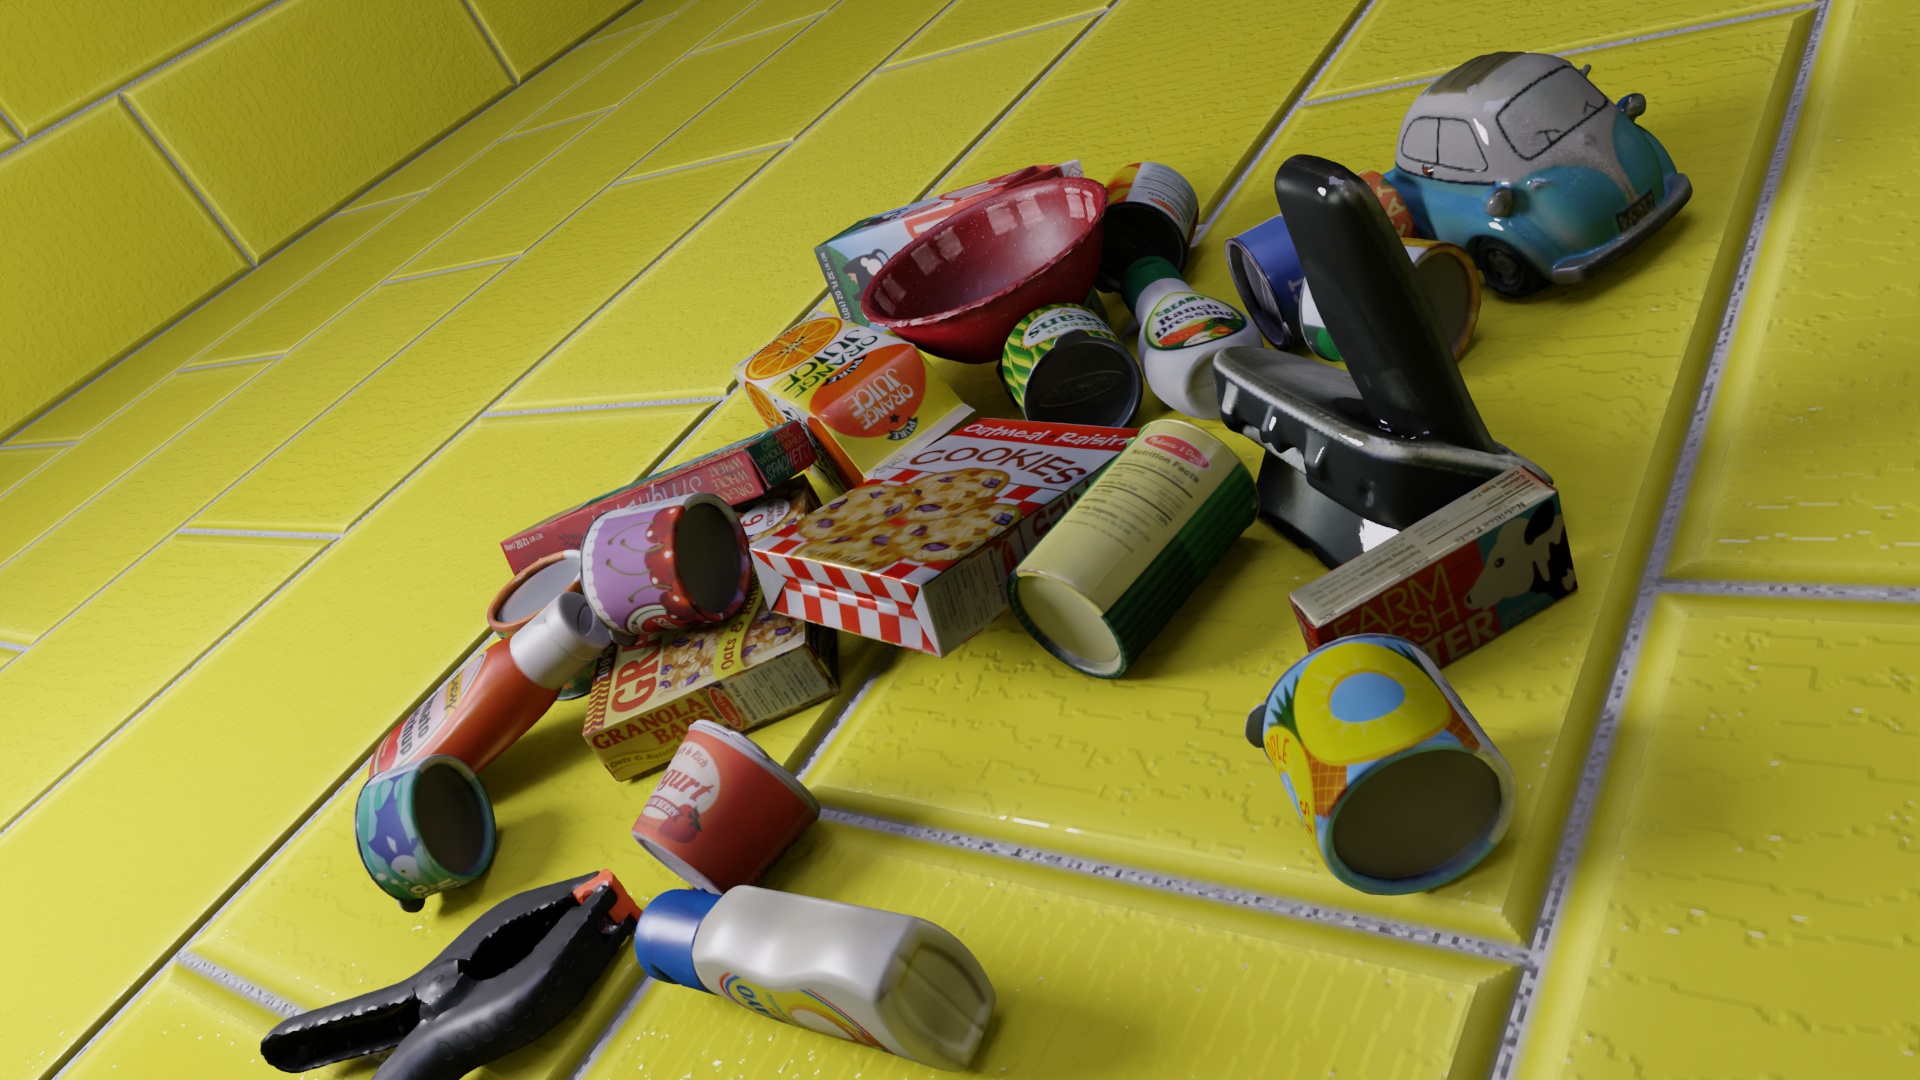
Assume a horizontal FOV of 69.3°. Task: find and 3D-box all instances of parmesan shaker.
[{"bbox_3d":[0.074,0.003,0.614,0.071,0.071,0.103,12,50,48],"label":"parmesan shaker"}]

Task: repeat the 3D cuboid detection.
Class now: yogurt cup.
[{"bbox_3d":[-0.101,0.117,0.588,0.072,0.072,0.054,9,55,46],"label":"yogurt cup"}]

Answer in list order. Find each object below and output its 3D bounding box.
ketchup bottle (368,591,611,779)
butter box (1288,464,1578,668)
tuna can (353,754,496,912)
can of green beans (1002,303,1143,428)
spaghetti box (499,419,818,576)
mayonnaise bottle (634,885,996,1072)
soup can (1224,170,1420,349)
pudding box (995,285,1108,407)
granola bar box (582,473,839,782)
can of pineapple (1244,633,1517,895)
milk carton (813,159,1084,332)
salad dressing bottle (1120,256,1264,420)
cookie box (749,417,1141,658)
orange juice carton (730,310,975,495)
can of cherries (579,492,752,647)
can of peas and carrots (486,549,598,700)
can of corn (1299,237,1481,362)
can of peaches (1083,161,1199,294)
[{"bbox_3d":[-0.245,0.085,0.729,0.148,0.043,0.065,-39,28,16],"label":"ketchup bottle"},{"bbox_3d":[0.177,0.020,0.521,0.103,0.053,0.024,-30,33,-1],"label":"butter box"},{"bbox_3d":[-0.259,0.142,0.676,0.033,0.070,0.071,-20,32,12],"label":"tuna can"},{"bbox_3d":[0.060,-0.091,0.763,0.071,0.071,0.058,-27,30,3],"label":"can of green beans"},{"bbox_3d":[-0.189,-0.022,0.844,0.249,0.028,0.050,-16,15,39],"label":"spaghetti box"},{"bbox_3d":[-0.060,0.154,0.506,0.148,0.064,0.041,-4,46,41],"label":"mayonnaise bottle"},{"bbox_3d":[0.196,-0.149,0.744,0.084,0.071,0.071,-27,31,2],"label":"soup can"},{"bbox_3d":[0.057,-0.120,0.844,0.049,0.030,0.084,-13,34,26],"label":"pudding box"},{"bbox_3d":[-0.129,0.042,0.743,0.124,0.039,0.166,-23,31,8],"label":"granola bar box"},{"bbox_3d":[0.138,0.074,0.458,0.071,0.070,0.058,-25,31,6],"label":"can of pineapple"},{"bbox_3d":[0.005,-0.202,0.952,0.190,0.072,0.074,-9,22,28],"label":"milk carton"},{"bbox_3d":[0.123,-0.117,0.773,0.064,0.043,0.148,-18,31,1],"label":"salad dressing bottle"},{"bbox_3d":[0.002,-0.008,0.676,0.123,0.040,0.168,10,33,45],"label":"cookie box"},{"bbox_3d":[-0.061,-0.076,0.824,0.072,0.072,0.193,-37,29,-13],"label":"orange juice carton"},{"bbox_3d":[-0.146,0.015,0.697,0.058,0.071,0.072,-10,35,25],"label":"can of cherries"},{"bbox_3d":[-0.228,0.049,0.792,0.071,0.058,0.071,-21,31,13],"label":"can of peas and carrots"},{"bbox_3d":[0.213,-0.116,0.683,0.071,0.071,0.058,-40,33,-18],"label":"can of corn"},{"bbox_3d":[0.113,-0.196,0.878,0.071,0.071,0.058,-10,35,28],"label":"can of peaches"}]
